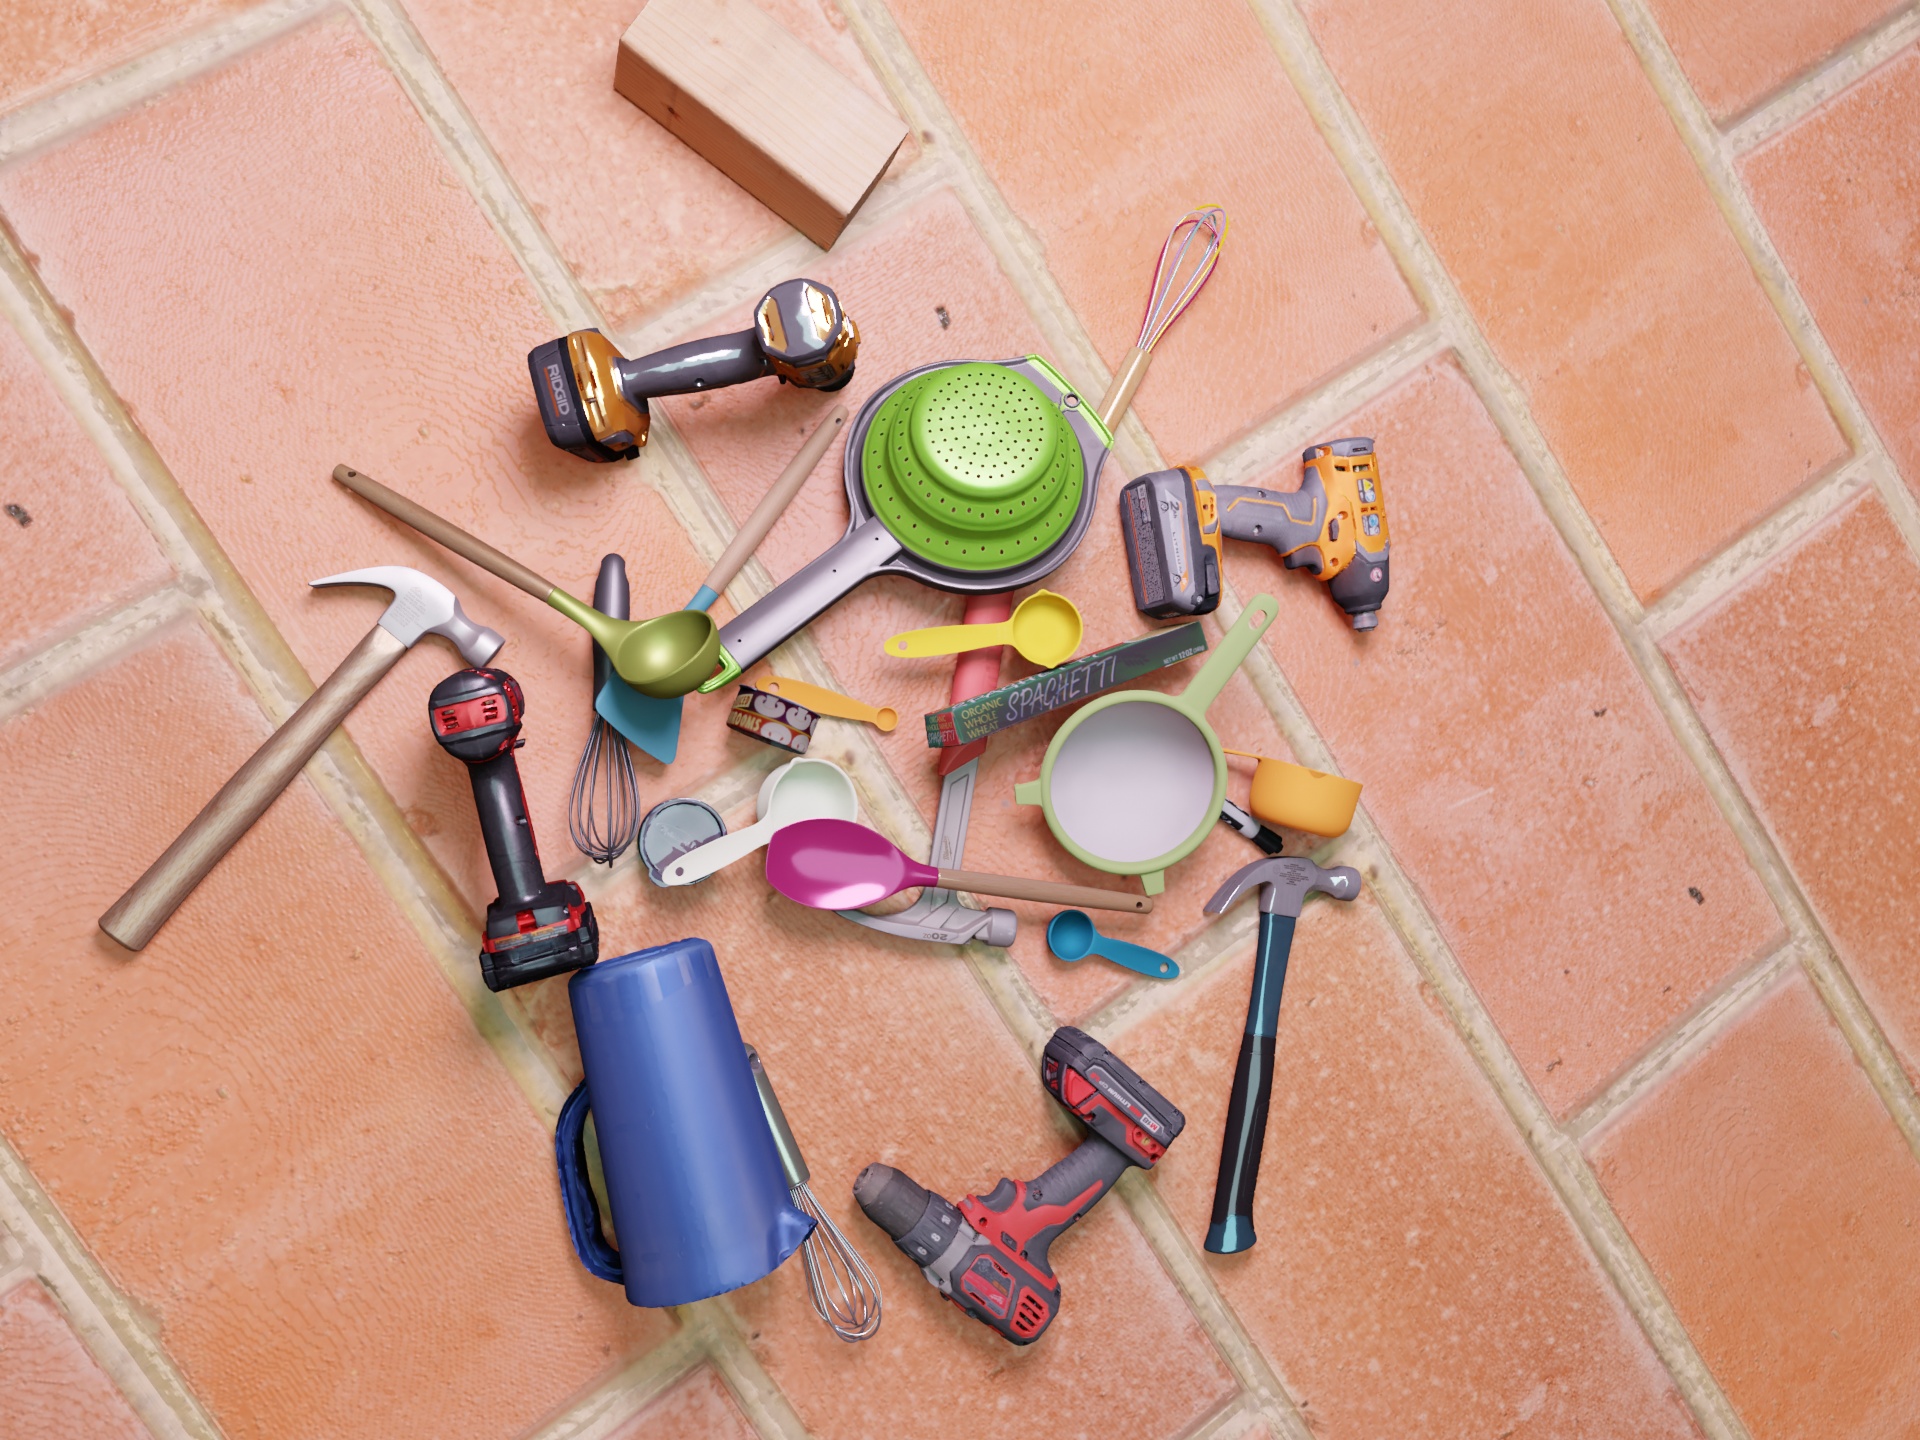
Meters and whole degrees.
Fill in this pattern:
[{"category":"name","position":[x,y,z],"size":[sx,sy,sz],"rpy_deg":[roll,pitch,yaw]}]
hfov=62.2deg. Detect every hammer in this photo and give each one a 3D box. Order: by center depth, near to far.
[{"category":"hammer","position":[-0.486,0.024,1.137],"size":[0.130,0.031,0.331],"rpy_deg":[41,78,-10]},{"category":"hammer","position":[-0.002,-0.004,1.268],"size":[0.149,0.037,0.359],"rpy_deg":[11,85,-14]},{"category":"hammer","position":[0.248,0.275,1.321],"size":[0.128,0.033,0.331],"rpy_deg":[12,84,-15]}]

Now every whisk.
[{"category":"whisk","position":[-0.264,-0.009,1.194],"size":[0.055,0.055,0.239],"rpy_deg":[2,82,-15]},{"category":"whisk","position":[-0.123,0.360,1.213],"size":[0.058,0.059,0.246],"rpy_deg":[-23,89,-58]},{"category":"whisk","position":[0.159,-0.326,1.331],"size":[0.047,0.051,0.245],"rpy_deg":[26,84,9]}]

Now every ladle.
[{"category":"ladle","position":[-0.316,-0.110,1.145],"size":[0.320,0.062,0.078],"rpy_deg":[30,56,4]}]

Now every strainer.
[{"category":"strainer","position":[0.164,0.001,1.275],"size":[0.151,0.069,0.256],"rpy_deg":[35,96,-13]}]

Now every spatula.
[{"category":"spatula","position":[-0.171,-0.118,1.224],"size":[0.082,0.044,0.317],"rpy_deg":[43,74,-37]}]

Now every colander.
[{"category":"colander","position":[-0.048,-0.157,1.201],"size":[0.397,0.094,0.204],"rpy_deg":[-39,81,-15]}]

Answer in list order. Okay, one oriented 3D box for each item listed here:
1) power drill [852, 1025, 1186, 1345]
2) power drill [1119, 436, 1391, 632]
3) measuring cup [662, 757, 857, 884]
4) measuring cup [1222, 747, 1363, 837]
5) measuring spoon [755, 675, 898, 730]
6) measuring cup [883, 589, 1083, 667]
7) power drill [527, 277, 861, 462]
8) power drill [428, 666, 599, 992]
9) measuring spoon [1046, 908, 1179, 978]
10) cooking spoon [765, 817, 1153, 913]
[{"category":"power drill","position":[0.045,0.348,1.243],"size":[0.188,0.080,0.227],"rpy_deg":[41,81,-9]},{"category":"power drill","position":[0.257,-0.143,1.324],"size":[0.226,0.084,0.164],"rpy_deg":[-10,90,-19]},{"category":"measuring cup","position":[-0.156,0.084,1.202],"size":[0.167,0.038,0.083],"rpy_deg":[-25,101,-29]},{"category":"measuring cup","position":[0.242,0.055,1.317],"size":[0.173,0.095,0.052],"rpy_deg":[14,90,5]},{"category":"measuring spoon","position":[-0.105,-0.014,1.255],"size":[0.117,0.011,0.021],"rpy_deg":[16,83,-10]},{"category":"measuring cup","position":[0.017,-0.066,1.249],"size":[0.156,0.029,0.062],"rpy_deg":[-7,90,-3]},{"category":"power drill","position":[-0.184,-0.258,1.183],"size":[0.226,0.185,0.084],"rpy_deg":[-15,91,4]},{"category":"power drill","position":[-0.321,0.069,1.130],"size":[0.078,0.143,0.219],"rpy_deg":[-14,97,-11]},{"category":"measuring spoon","position":[0.123,0.188,1.304],"size":[0.128,0.021,0.042],"rpy_deg":[22,81,-22]},{"category":"cooking spoon","position":[0.005,0.125,1.233],"size":[0.318,0.017,0.069],"rpy_deg":[9,85,-18]}]
